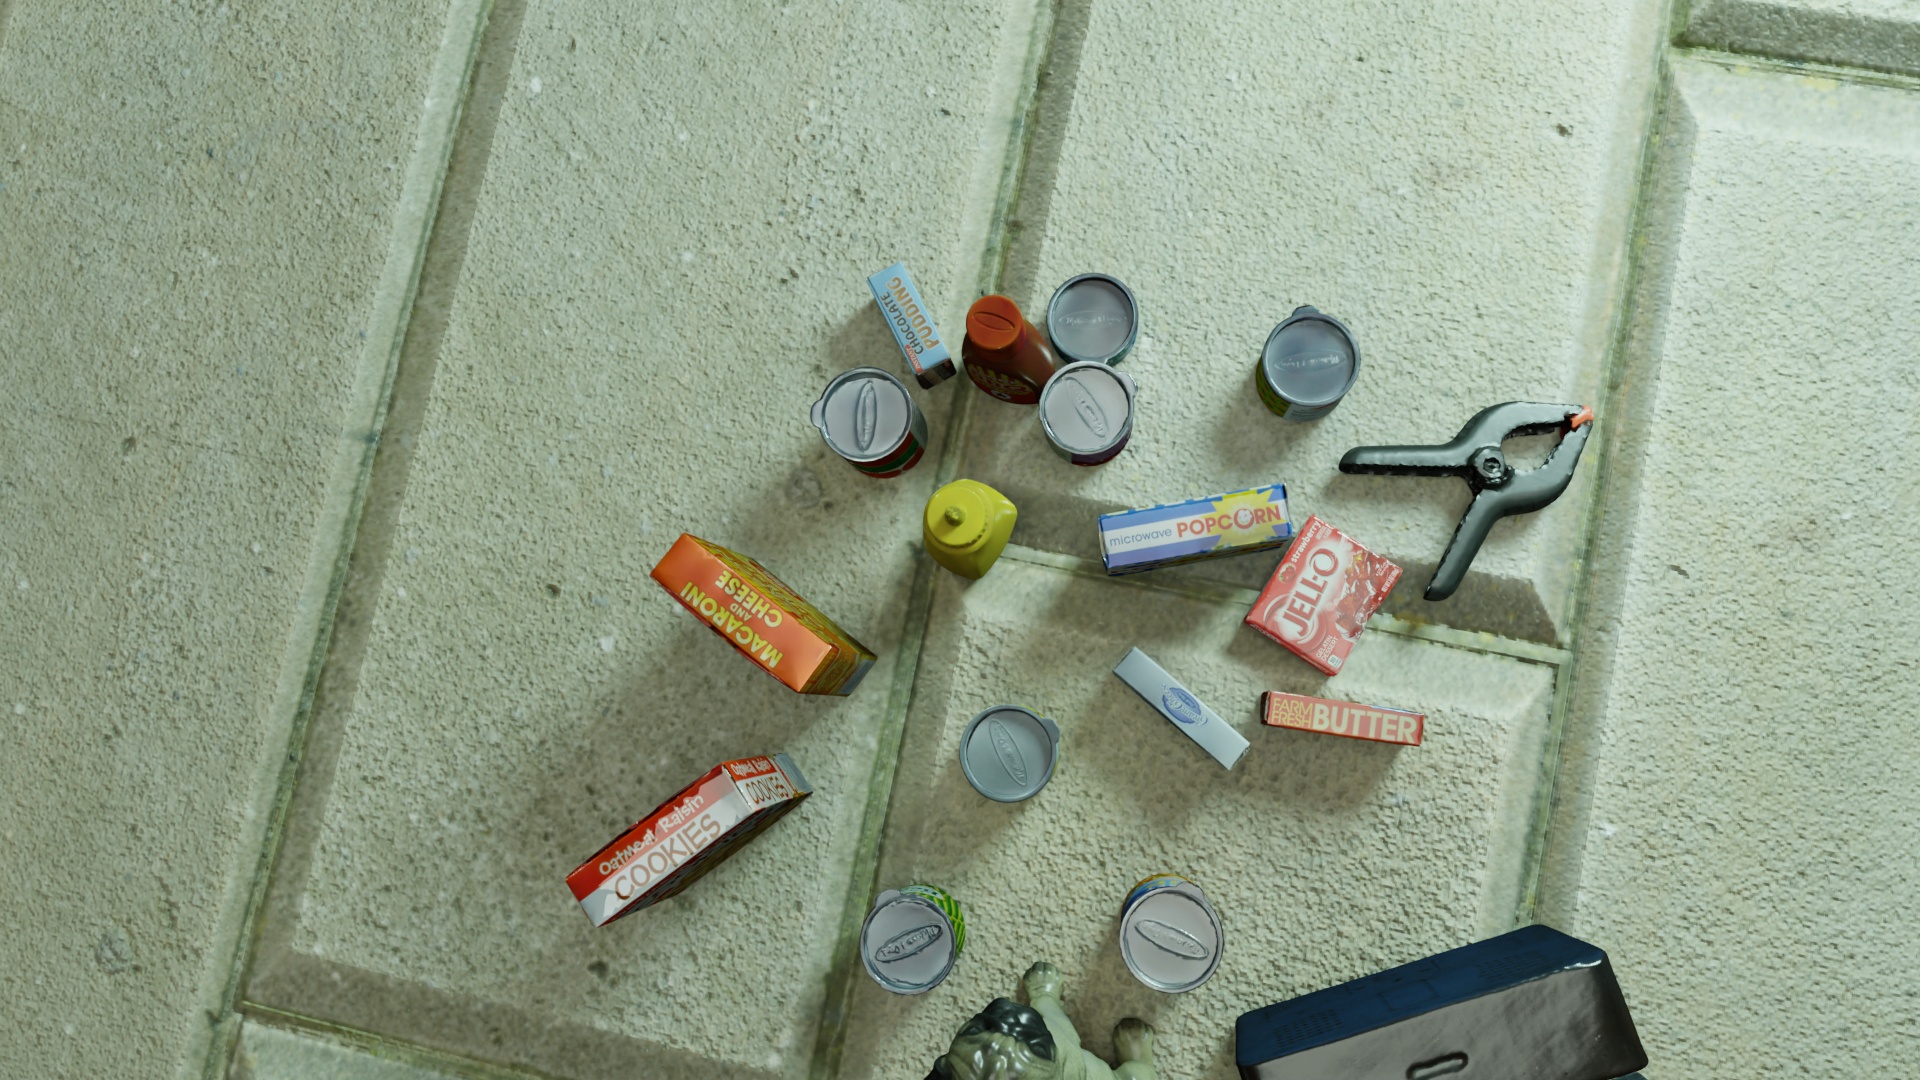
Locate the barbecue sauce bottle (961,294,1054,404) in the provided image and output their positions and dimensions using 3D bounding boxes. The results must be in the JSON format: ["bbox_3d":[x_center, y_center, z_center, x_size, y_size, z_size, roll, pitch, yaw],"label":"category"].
[{"bbox_3d":[0.030,-0.131,0.952,0.065,0.148,0.043,19,86,9],"label":"barbecue sauce bottle"}]

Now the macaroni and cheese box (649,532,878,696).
[{"bbox_3d":[-0.127,0.054,0.937,0.124,0.166,0.040,37,89,9],"label":"macaroni and cheese box"}]

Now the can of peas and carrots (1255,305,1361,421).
[{"bbox_3d":[0.241,-0.122,0.972,0.071,0.058,0.071,-1,83,7],"label":"can of peas and carrots"}]

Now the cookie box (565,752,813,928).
[{"bbox_3d":[-0.175,0.194,0.924,0.123,0.167,0.040,-37,81,1],"label":"cookie box"}]

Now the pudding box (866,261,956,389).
[{"bbox_3d":[-0.035,-0.156,1.013,0.030,0.049,0.084,-27,81,3],"label":"pudding box"}]

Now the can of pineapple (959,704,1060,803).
[{"bbox_3d":[0.037,0.146,0.961,0.071,0.058,0.071,-1,83,7],"label":"can of pineapple"}]

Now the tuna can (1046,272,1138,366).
[{"bbox_3d":[0.096,-0.155,1.006,0.071,0.033,0.071,-1,83,6],"label":"tuna can"}]

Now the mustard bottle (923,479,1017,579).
[{"bbox_3d":[0.003,-0.012,0.934,0.049,0.160,0.065,28,87,9],"label":"mustard bottle"}]

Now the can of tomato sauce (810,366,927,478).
[{"bbox_3d":[-0.063,-0.081,0.989,0.071,0.083,0.071,-1,83,7],"label":"can of tomato sauce"}]

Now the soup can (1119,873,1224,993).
[{"bbox_3d":[0.140,0.256,0.922,0.071,0.083,0.071,-1,83,7],"label":"soup can"}]

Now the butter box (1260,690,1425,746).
[{"bbox_3d":[0.257,0.121,0.942,0.103,0.053,0.024,8,84,7],"label":"butter box"}]

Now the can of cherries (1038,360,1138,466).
[{"bbox_3d":[0.093,-0.089,0.985,0.071,0.058,0.071,-1,83,7],"label":"can of cherries"}]

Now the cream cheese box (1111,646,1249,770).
[{"bbox_3d":[0.151,0.115,0.955,0.104,0.053,0.024,40,89,10],"label":"cream cheese box"}]

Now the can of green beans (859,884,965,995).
[{"bbox_3d":[-0.032,0.272,0.953,0.071,0.058,0.071,-1,83,7],"label":"can of green beans"}]

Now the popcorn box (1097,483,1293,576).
[{"bbox_3d":[0.158,-0.006,0.953,0.127,0.085,0.038,-10,82,5],"label":"popcorn box"}]
